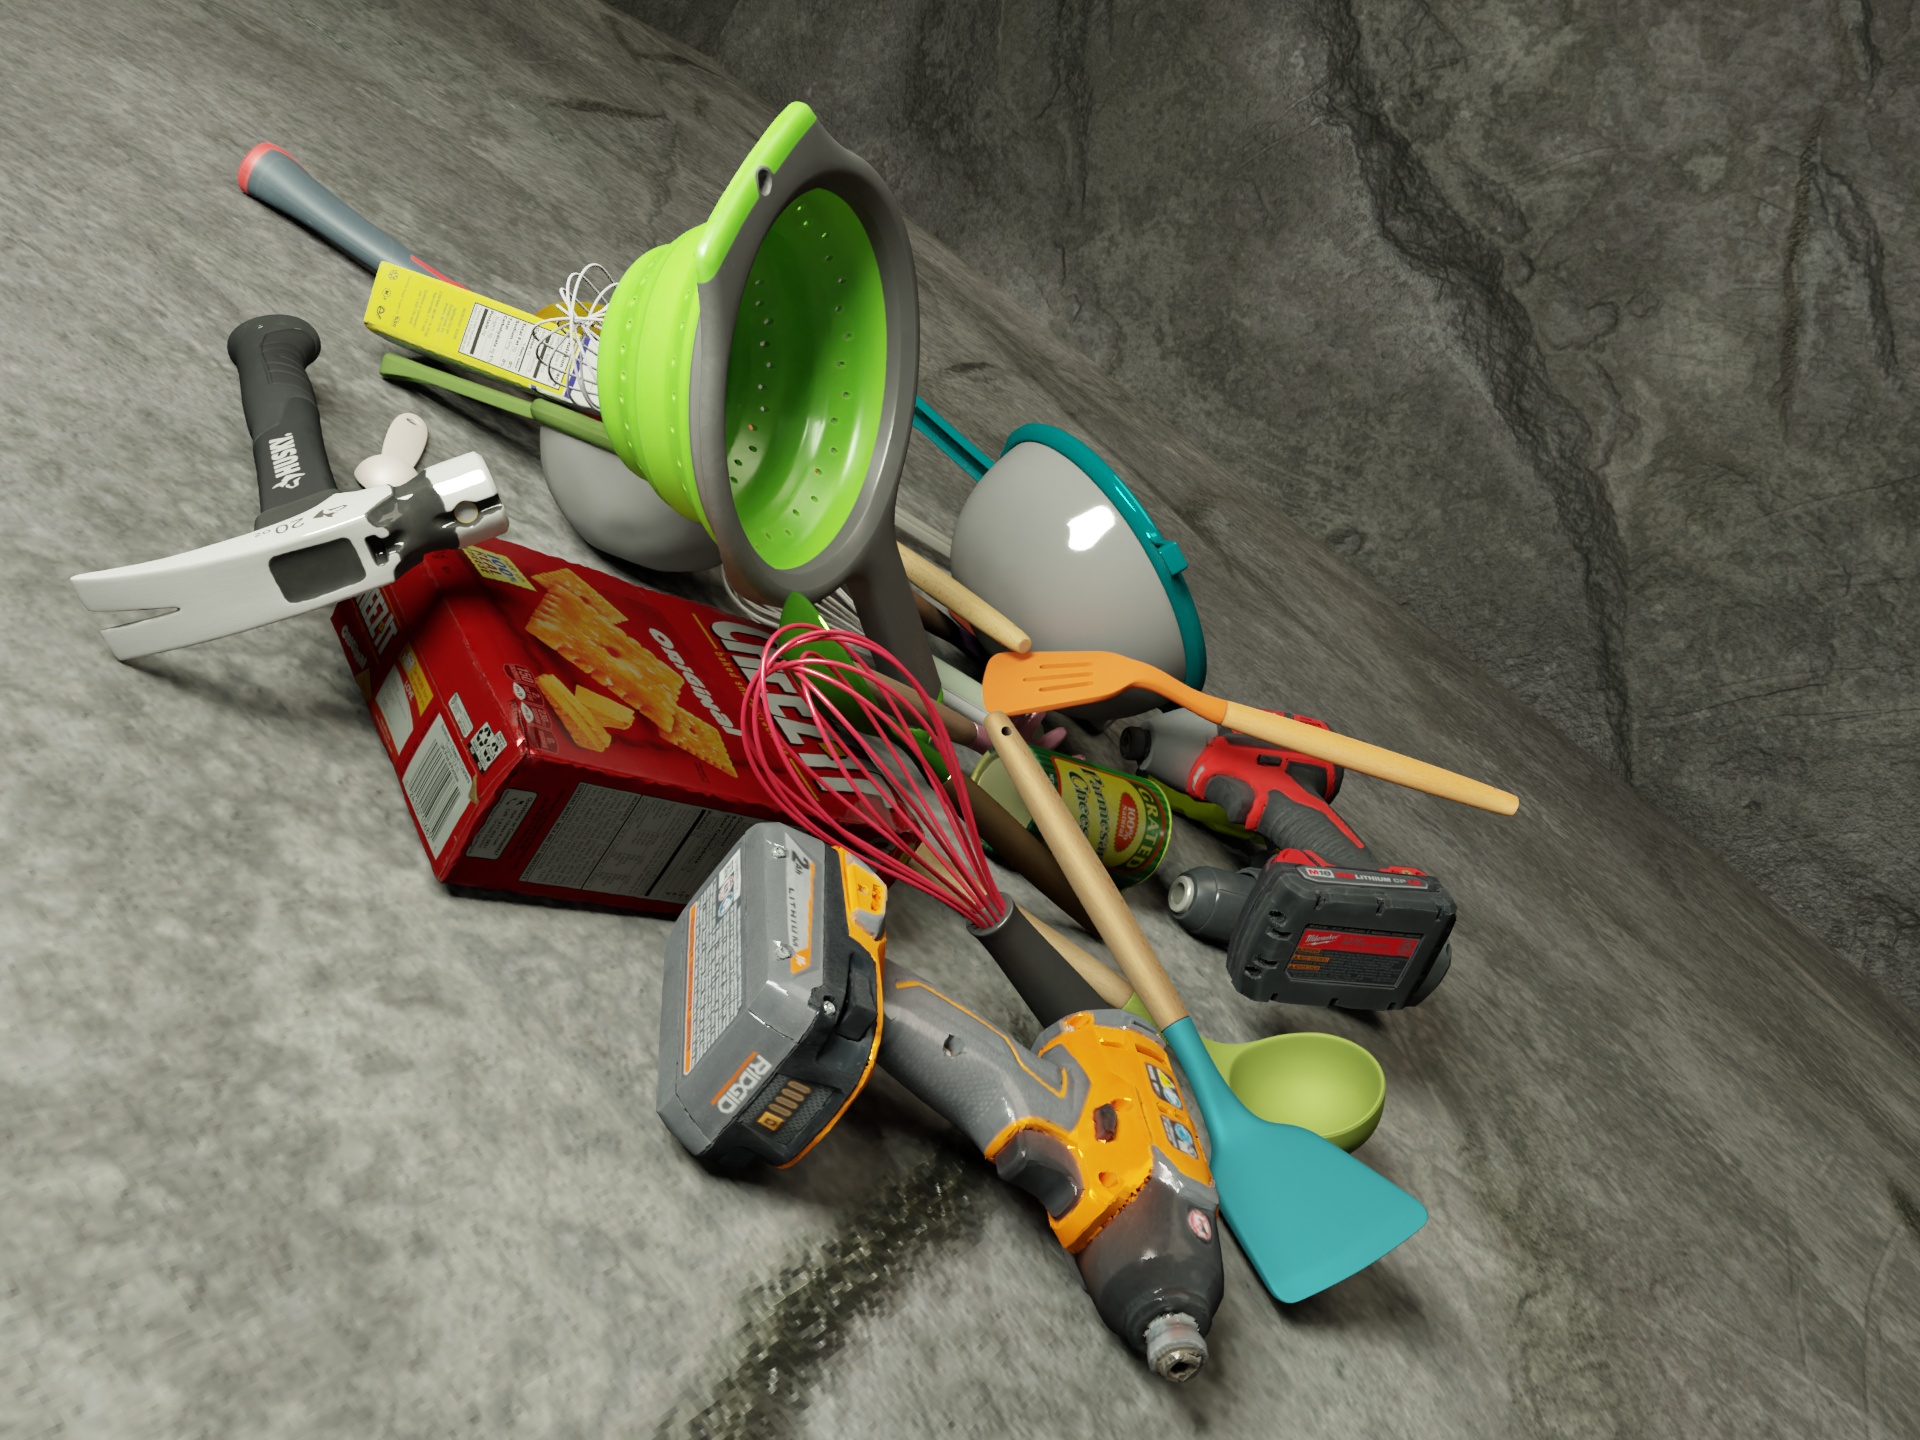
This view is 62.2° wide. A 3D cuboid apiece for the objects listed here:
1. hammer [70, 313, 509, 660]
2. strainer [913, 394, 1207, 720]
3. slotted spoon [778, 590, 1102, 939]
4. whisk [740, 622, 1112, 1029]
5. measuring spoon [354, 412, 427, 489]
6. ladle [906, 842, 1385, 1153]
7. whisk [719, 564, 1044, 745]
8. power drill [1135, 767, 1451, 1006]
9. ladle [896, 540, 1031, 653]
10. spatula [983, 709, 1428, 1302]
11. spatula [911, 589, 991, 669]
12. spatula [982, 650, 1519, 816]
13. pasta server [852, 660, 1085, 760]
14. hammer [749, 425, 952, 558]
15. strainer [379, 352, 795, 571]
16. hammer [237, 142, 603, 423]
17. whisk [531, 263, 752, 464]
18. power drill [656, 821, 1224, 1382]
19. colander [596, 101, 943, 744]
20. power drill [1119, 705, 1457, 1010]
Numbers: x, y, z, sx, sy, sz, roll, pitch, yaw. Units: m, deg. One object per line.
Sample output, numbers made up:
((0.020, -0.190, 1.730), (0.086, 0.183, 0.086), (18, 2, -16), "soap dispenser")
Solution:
((-0.298, -0.122, 0.691), (0.335, 0.146, 0.035), (47, -24, 54), "hammer")
((0.021, -0.116, 1.058), (0.341, 0.095, 0.210), (47, -18, 33), "strainer")
((0.003, 0.039, 0.767), (0.070, 0.031, 0.313), (44, -1, 45), "slotted spoon")
((0.002, 0.070, 0.670), (0.295, 0.073, 0.073), (52, 8, -33), "whisk")
((-0.296, -0.146, 0.846), (0.034, 0.018, 0.124), (27, 21, -23), "measuring spoon")
((0.067, 0.117, 0.792), (0.320, 0.062, 0.078), (34, 36, 2), "ladle")
((-0.045, -0.043, 0.995), (0.246, 0.058, 0.059), (30, 54, -23), "whisk")
((0.198, 0.084, 1.050), (0.190, 0.080, 0.229), (17, 28, -23), "power drill")
((-0.044, -0.109, 1.050), (0.069, 0.031, 0.316), (32, 4, -41), "ladle")
((0.093, 0.117, 0.752), (0.082, 0.044, 0.318), (-22, 65, -20), "spatula")
((-0.018, -0.064, 1.018), (0.060, 0.018, 0.315), (46, 7, 23), "spatula")
((0.172, 0.010, 0.928), (0.322, 0.041, 0.081), (17, 27, -6), "spatula")
((-0.001, -0.003, 0.887), (0.060, 0.040, 0.316), (57, 13, 22), "pasta server")
((-0.099, -0.193, 1.236), (0.358, 0.036, 0.149), (29, 21, -24), "hammer")
((-0.226, -0.141, 0.904), (0.256, 0.069, 0.151), (21, 5, 11), "strainer")
((-0.304, -0.249, 1.038), (0.386, 0.038, 0.143), (34, 21, -6), "hammer")
((-0.158, -0.175, 0.872), (0.070, 0.070, 0.284), (39, 2, 9), "whisk")
((0.003, 0.145, 0.589), (0.226, 0.084, 0.164), (31, 21, -23), "power drill")
((-0.086, -0.111, 0.797), (0.094, 0.205, 0.396), (12, -32, 20), "colander")
((0.182, 0.065, 0.930), (0.143, 0.078, 0.220), (7, 31, -17), "power drill")
